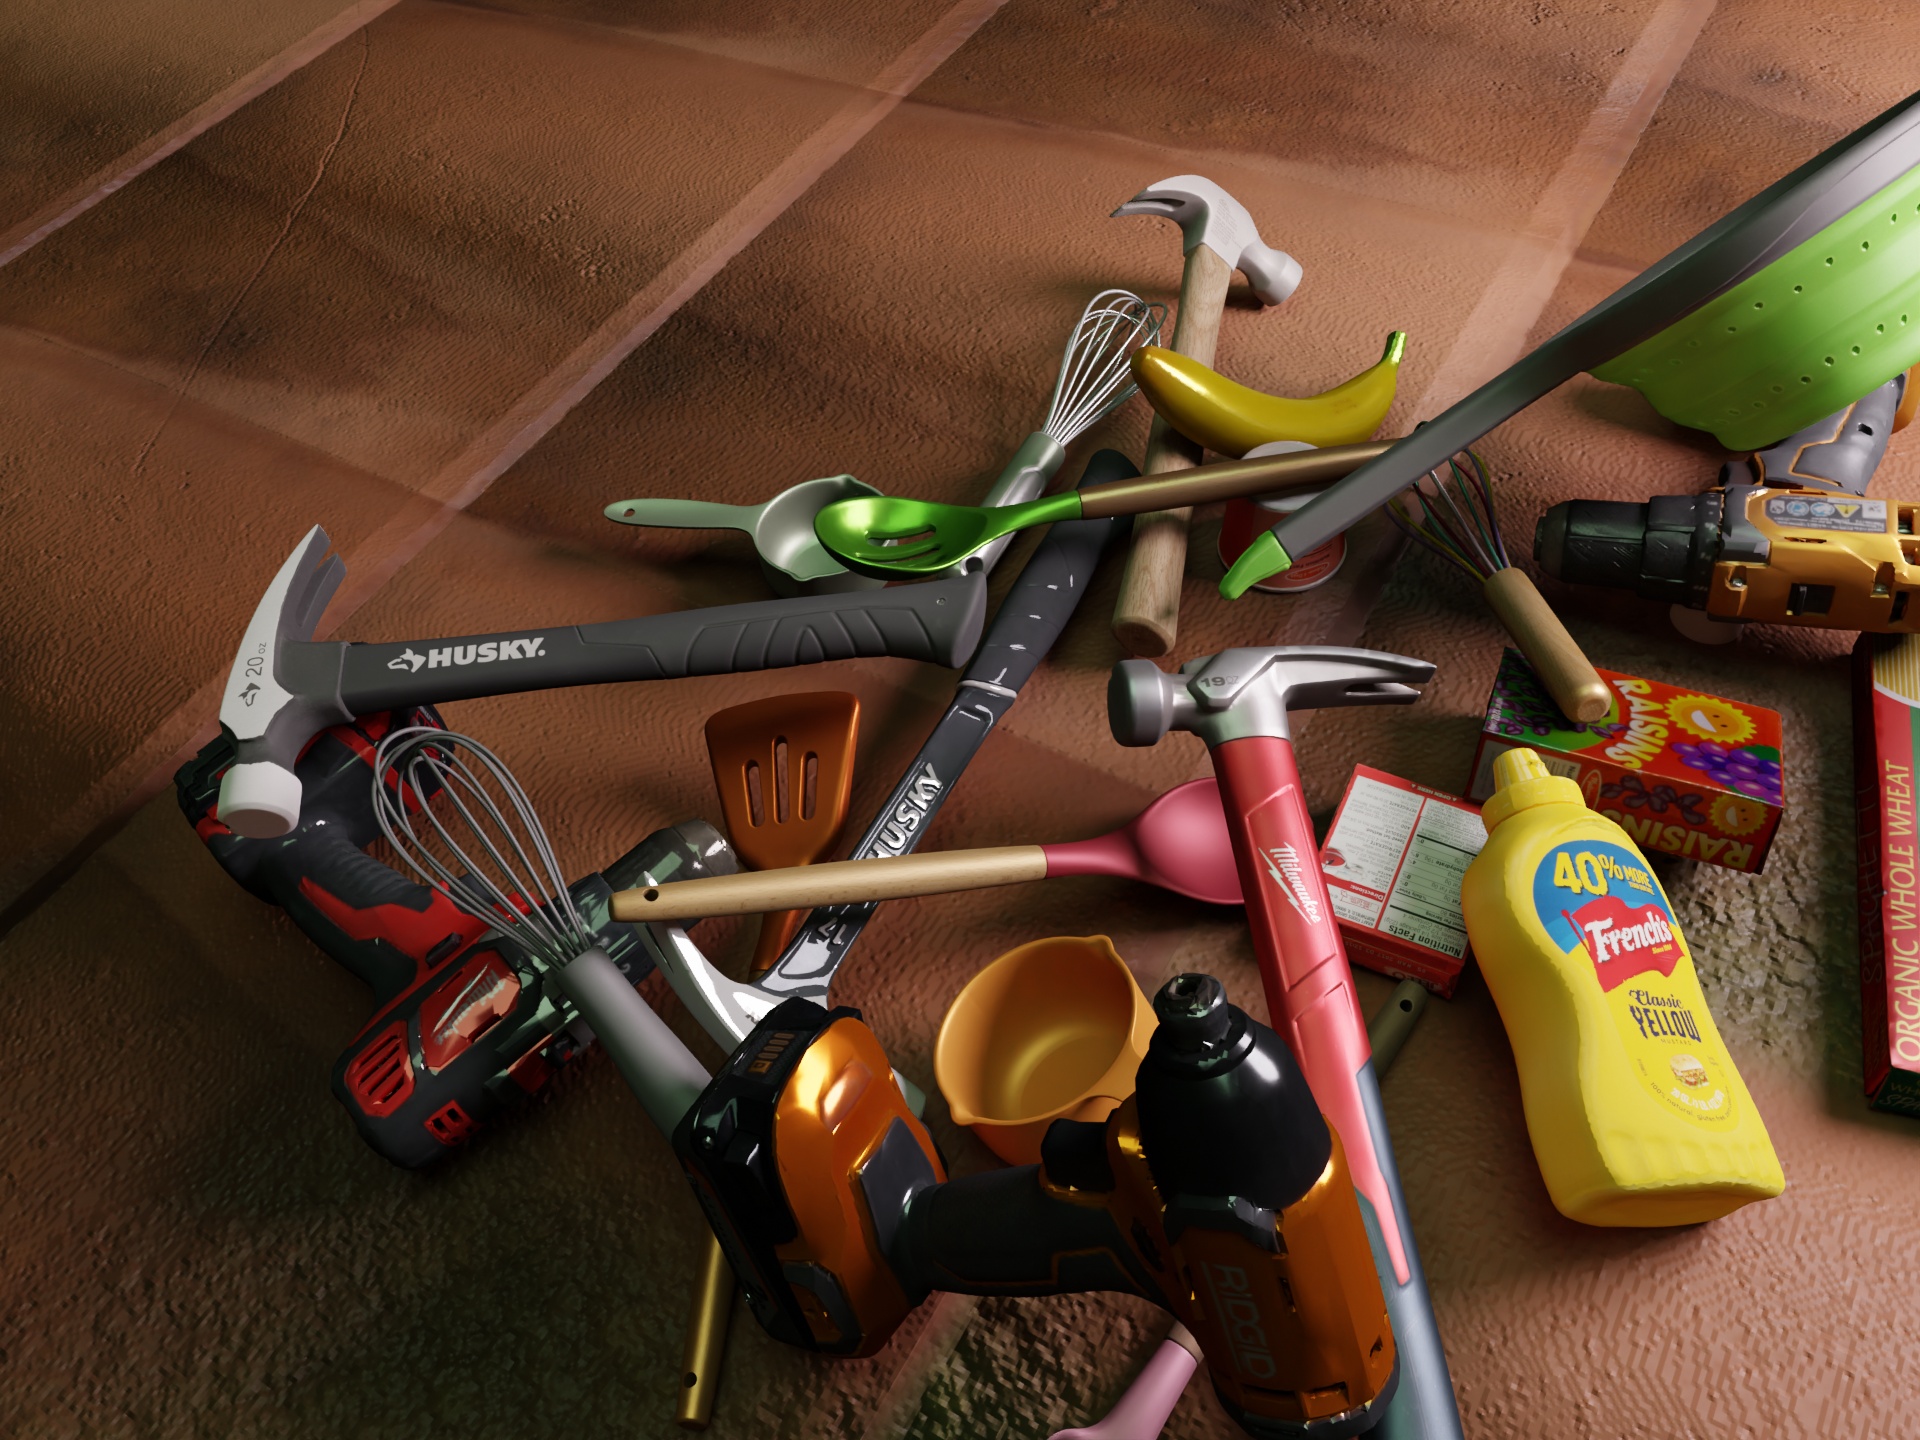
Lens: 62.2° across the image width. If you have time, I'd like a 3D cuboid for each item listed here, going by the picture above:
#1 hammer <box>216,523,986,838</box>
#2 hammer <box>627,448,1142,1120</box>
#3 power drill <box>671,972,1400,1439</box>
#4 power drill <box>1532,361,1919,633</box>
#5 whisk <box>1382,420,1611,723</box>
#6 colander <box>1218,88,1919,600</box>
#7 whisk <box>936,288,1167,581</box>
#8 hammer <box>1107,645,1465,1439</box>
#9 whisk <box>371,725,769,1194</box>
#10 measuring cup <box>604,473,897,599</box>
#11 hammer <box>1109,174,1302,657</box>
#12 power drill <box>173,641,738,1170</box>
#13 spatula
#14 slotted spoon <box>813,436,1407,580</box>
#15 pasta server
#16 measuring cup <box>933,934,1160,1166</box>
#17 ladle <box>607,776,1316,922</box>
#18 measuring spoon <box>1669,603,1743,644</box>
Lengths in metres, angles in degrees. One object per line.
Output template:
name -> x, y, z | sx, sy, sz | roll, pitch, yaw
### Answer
hammer -> -0.154, -0.035, 0.707 | 0.335, 0.035, 0.146 | -6, 58, -1
hammer -> -0.001, -0.002, 0.749 | 0.149, 0.036, 0.409 | 38, 52, -7
power drill -> 0.020, 0.150, 0.530 | 0.226, 0.164, 0.084 | -3, 28, 31
power drill -> 0.396, -0.135, 0.802 | 0.185, 0.084, 0.226 | 7, 49, 22
whisk -> 0.261, -0.079, 0.775 | 0.047, 0.051, 0.245 | 4, 36, -9
colander -> 0.305, -0.142, 0.726 | 0.397, 0.204, 0.094 | -34, 91, 11
whisk -> 0.053, -0.159, 0.896 | 0.059, 0.057, 0.246 | -6, 44, 49
hammer -> 0.156, 0.138, 0.606 | 0.143, 0.038, 0.387 | -3, 58, -8
whisk -> -0.151, 0.097, 0.624 | 0.055, 0.055, 0.239 | -37, 82, -22
measuring cup -> -0.114, -0.097, 0.870 | 0.167, 0.038, 0.083 | 7, 51, 14
hammer -> 0.121, -0.177, 0.876 | 0.031, 0.130, 0.332 | -26, 40, 46
power drill -> -0.226, 0.063, 0.713 | 0.188, 0.080, 0.227 | -40, 59, -14
spatula -> -0.091, 0.127, 0.676 | 0.081, 0.041, 0.323 | -8, 50, 16
slotted spoon -> 0.084, -0.109, 0.788 | 0.313, 0.031, 0.070 | -10, 39, -6
pasta server -> 0.098, 0.210, 0.588 | 0.060, 0.040, 0.316 | 37, 60, 12
measuring cup -> 0.067, 0.146, 0.603 | 0.174, 0.052, 0.095 | 20, 60, 46
ladle -> 0.011, 0.062, 0.667 | 0.315, 0.031, 0.069 | -4, 48, -24
measuring spoon -> 0.413, -0.069, 0.795 | 0.124, 0.018, 0.034 | -19, 50, -9
